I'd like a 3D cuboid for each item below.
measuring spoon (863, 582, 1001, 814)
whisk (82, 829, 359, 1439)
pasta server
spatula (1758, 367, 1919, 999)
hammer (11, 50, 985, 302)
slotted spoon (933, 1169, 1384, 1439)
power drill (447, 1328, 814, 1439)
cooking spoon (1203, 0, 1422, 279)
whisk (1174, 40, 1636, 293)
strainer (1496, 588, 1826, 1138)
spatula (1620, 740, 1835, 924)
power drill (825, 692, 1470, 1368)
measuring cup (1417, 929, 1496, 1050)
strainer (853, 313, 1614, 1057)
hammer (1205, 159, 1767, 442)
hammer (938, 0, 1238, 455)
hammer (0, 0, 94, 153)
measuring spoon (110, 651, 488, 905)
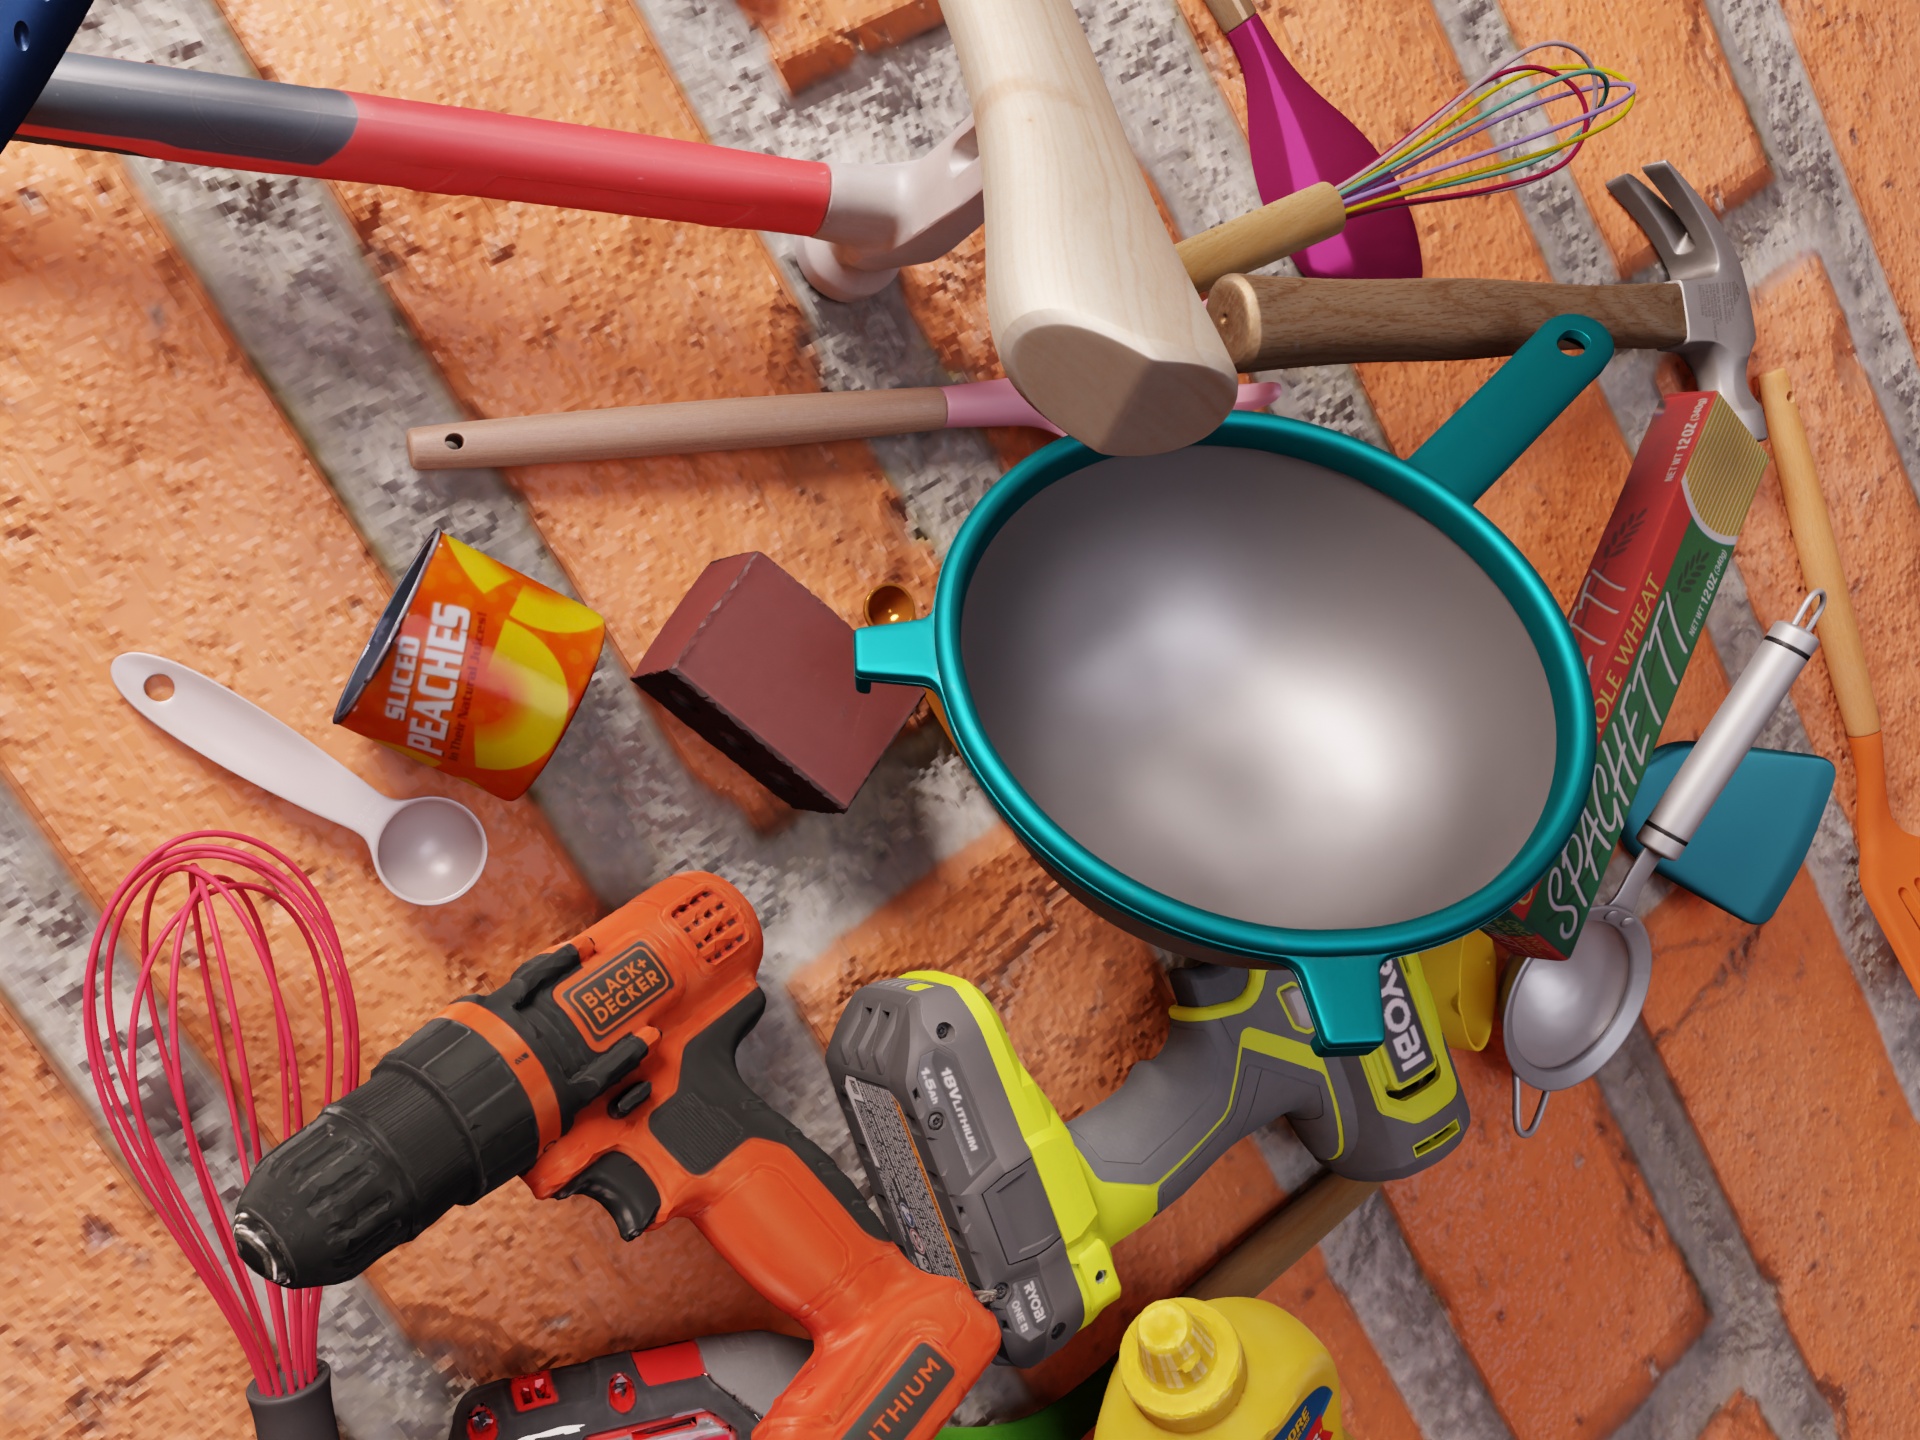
[{"bbox_3d":[-0.001,-0.002,0.589,0.021,0.011,0.116,-41,109,-19],"label":"measuring spoon"},{"bbox_3d":[-0.201,0.176,0.467,0.073,0.073,0.296,-10,100,-25],"label":"whisk"},{"bbox_3d":[-0.029,-0.111,0.560,0.316,0.040,0.060,-9,87,-24],"label":"pasta server"},{"bbox_3d":[0.447,-0.017,0.781,0.081,0.041,0.322,-21,97,-23],"label":"spatula"},{"bbox_3d":[-0.180,-0.169,0.444,0.386,0.143,0.038,0,91,-21],"label":"hammer"},{"bbox_3d":[0.080,0.236,0.614,0.314,0.031,0.070,-30,99,-24],"label":"slotted spoon"},{"bbox_3d":[-0.080,0.310,0.508,0.143,0.078,0.220,-6,88,-19],"label":"power drill"},{"bbox_3d":[0.098,-0.300,0.632,0.069,0.017,0.318,-42,107,-20],"label":"cooking spoon"},{"bbox_3d":[0.164,-0.214,0.637,0.245,0.051,0.047,-26,79,-11],"label":"whisk"},{"bbox_3d":[0.292,0.057,0.675,0.086,0.050,0.258,24,101,-32],"label":"strainer"},{"bbox_3d":[0.236,0.016,0.679,0.317,0.044,0.082,14,102,-23],"label":"spatula"},{"bbox_3d":[0.073,0.108,0.585,0.228,0.080,0.190,-22,95,-26],"label":"power drill"},{"bbox_3d":[0.193,0.060,0.655,0.062,0.029,0.156,-20,102,-56],"label":"measuring cup"},{"bbox_3d":[0.132,-0.035,0.564,0.211,0.095,0.340,38,58,17],"label":"strainer"},{"bbox_3d":[0.230,-0.170,0.662,0.331,0.031,0.130,-10,91,-34],"label":"hammer"},{"bbox_3d":[0.007,-0.234,0.456,0.146,0.038,0.411,-1,55,-22],"label":"hammer"},{"bbox_3d":[-0.249,-0.124,0.385,0.144,0.035,0.405,29,95,-13],"label":"hammer"},{"bbox_3d":[-0.204,0.016,0.492,0.124,0.018,0.034,35,76,-14],"label":"measuring spoon"}]
